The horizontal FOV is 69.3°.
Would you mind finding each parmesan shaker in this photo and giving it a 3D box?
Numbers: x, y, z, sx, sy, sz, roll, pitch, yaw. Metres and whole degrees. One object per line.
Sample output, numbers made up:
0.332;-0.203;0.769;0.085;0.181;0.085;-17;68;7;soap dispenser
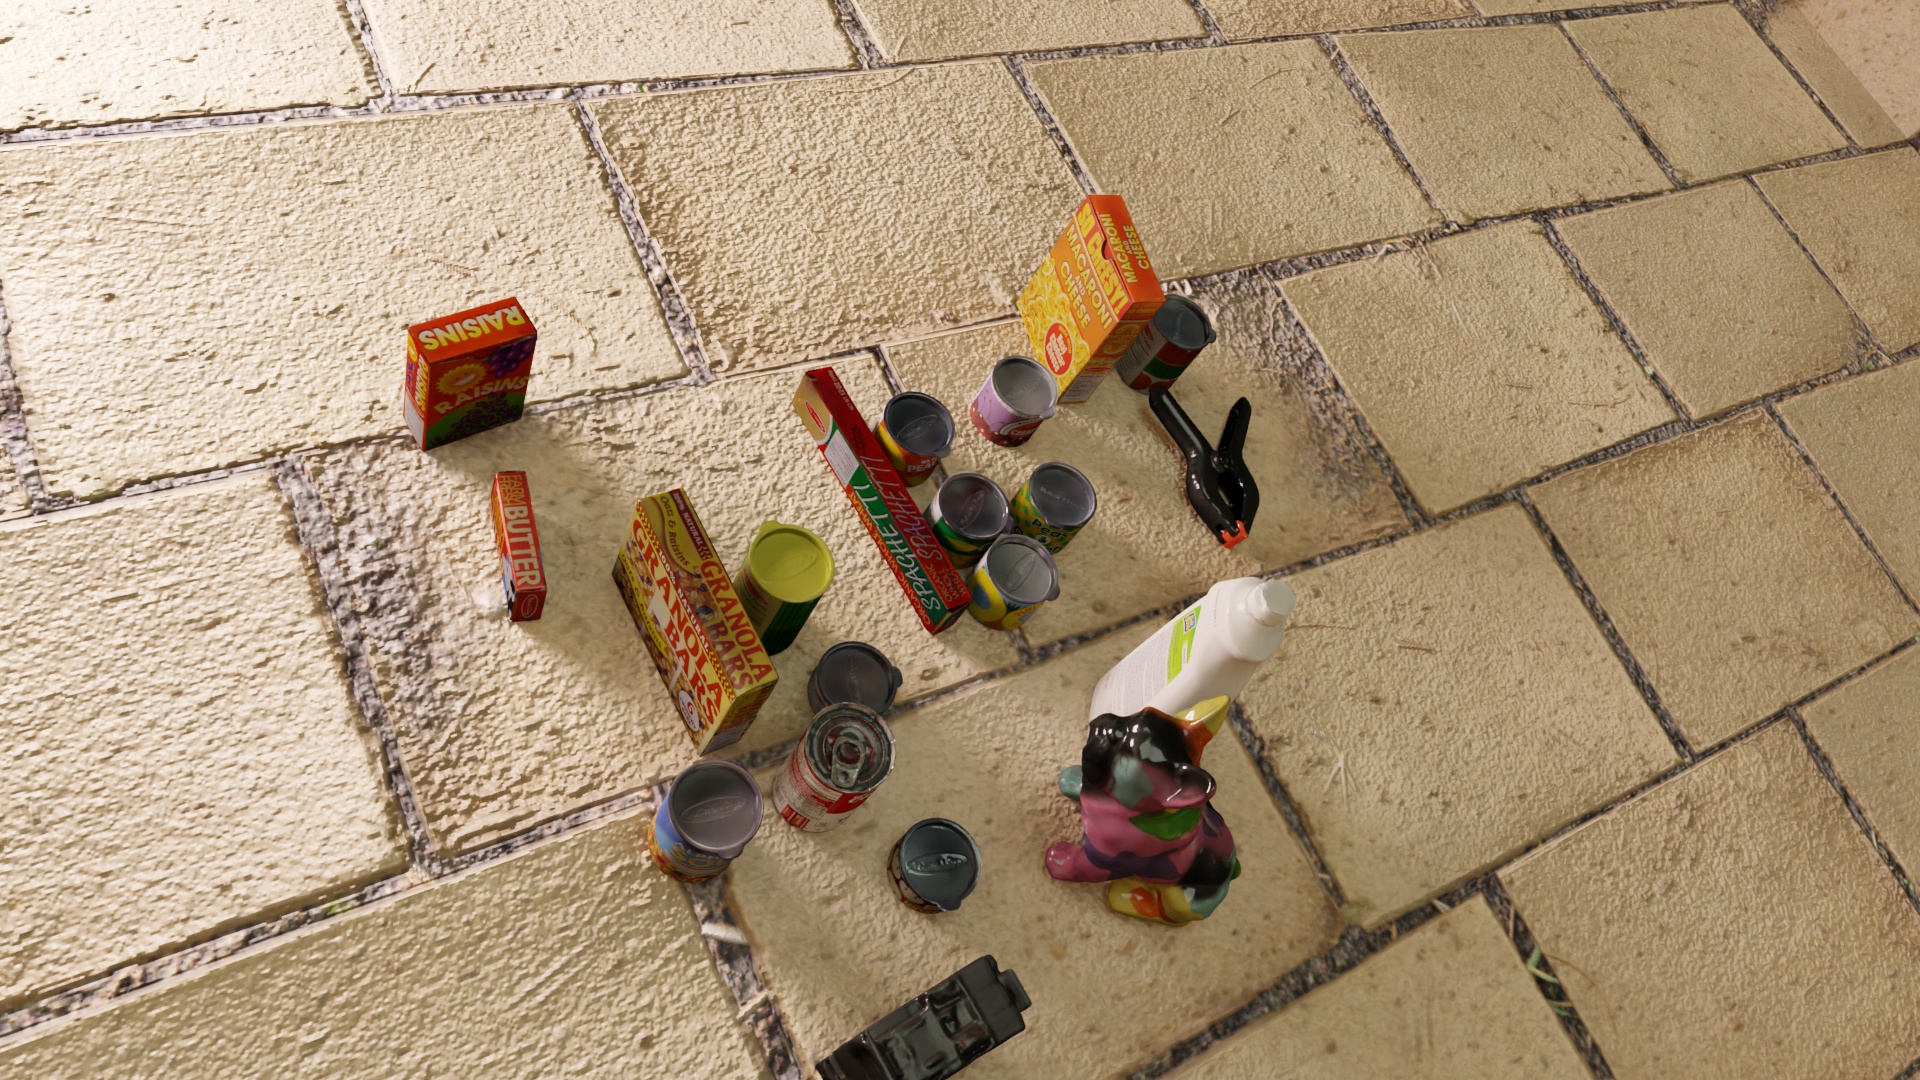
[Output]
-0.145;0.038;1.078;0.071;0.102;0.071;11;58;-18;parmesan shaker

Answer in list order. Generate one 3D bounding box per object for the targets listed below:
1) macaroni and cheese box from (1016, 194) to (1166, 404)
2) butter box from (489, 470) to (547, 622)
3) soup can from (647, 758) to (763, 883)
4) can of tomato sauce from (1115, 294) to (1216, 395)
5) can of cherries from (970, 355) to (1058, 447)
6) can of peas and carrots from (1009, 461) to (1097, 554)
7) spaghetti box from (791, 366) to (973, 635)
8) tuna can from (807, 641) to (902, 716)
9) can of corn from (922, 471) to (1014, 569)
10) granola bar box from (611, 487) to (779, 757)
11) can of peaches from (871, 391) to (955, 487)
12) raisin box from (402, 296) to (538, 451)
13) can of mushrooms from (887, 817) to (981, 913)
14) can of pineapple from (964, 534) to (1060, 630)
0.118;-0.224;1.308;0.040;0.165;0.124;-6;65;-27;macaroni and cheese box
-0.333;0.004;1.045;0.024;0.053;0.104;-6;64;-26;butter box
-0.180;0.202;0.978;0.071;0.083;0.071;11;58;-18;soup can
0.202;-0.192;1.378;0.071;0.082;0.071;11;58;-18;can of tomato sauce
0.051;-0.126;1.287;0.071;0.058;0.072;11;58;-18;can of cherries
0.080;-0.026;1.241;0.071;0.058;0.071;11;58;-18;can of peas and carrots
-0.069;-0.035;1.187;0.029;0.050;0.250;-22;72;-32;spaghetti box
-0.084;0.116;1.102;0.071;0.032;0.071;11;58;-18;tuna can
0.004;-0.015;1.202;0.071;0.058;0.071;11;58;-18;can of corn
-0.199;0.061;1.027;0.039;0.123;0.166;-19;71;-31;granola bar box
-0.044;-0.086;1.223;0.071;0.057;0.071;11;58;-18;can of peaches
-0.376;-0.126;1.059;0.086;0.122;0.040;-25;74;-33;raisin box
-0.020;0.249;1.052;0.071;0.033;0.071;11;58;-18;can of mushrooms
0.043;0.038;1.188;0.071;0.057;0.071;11;58;-18;can of pineapple
